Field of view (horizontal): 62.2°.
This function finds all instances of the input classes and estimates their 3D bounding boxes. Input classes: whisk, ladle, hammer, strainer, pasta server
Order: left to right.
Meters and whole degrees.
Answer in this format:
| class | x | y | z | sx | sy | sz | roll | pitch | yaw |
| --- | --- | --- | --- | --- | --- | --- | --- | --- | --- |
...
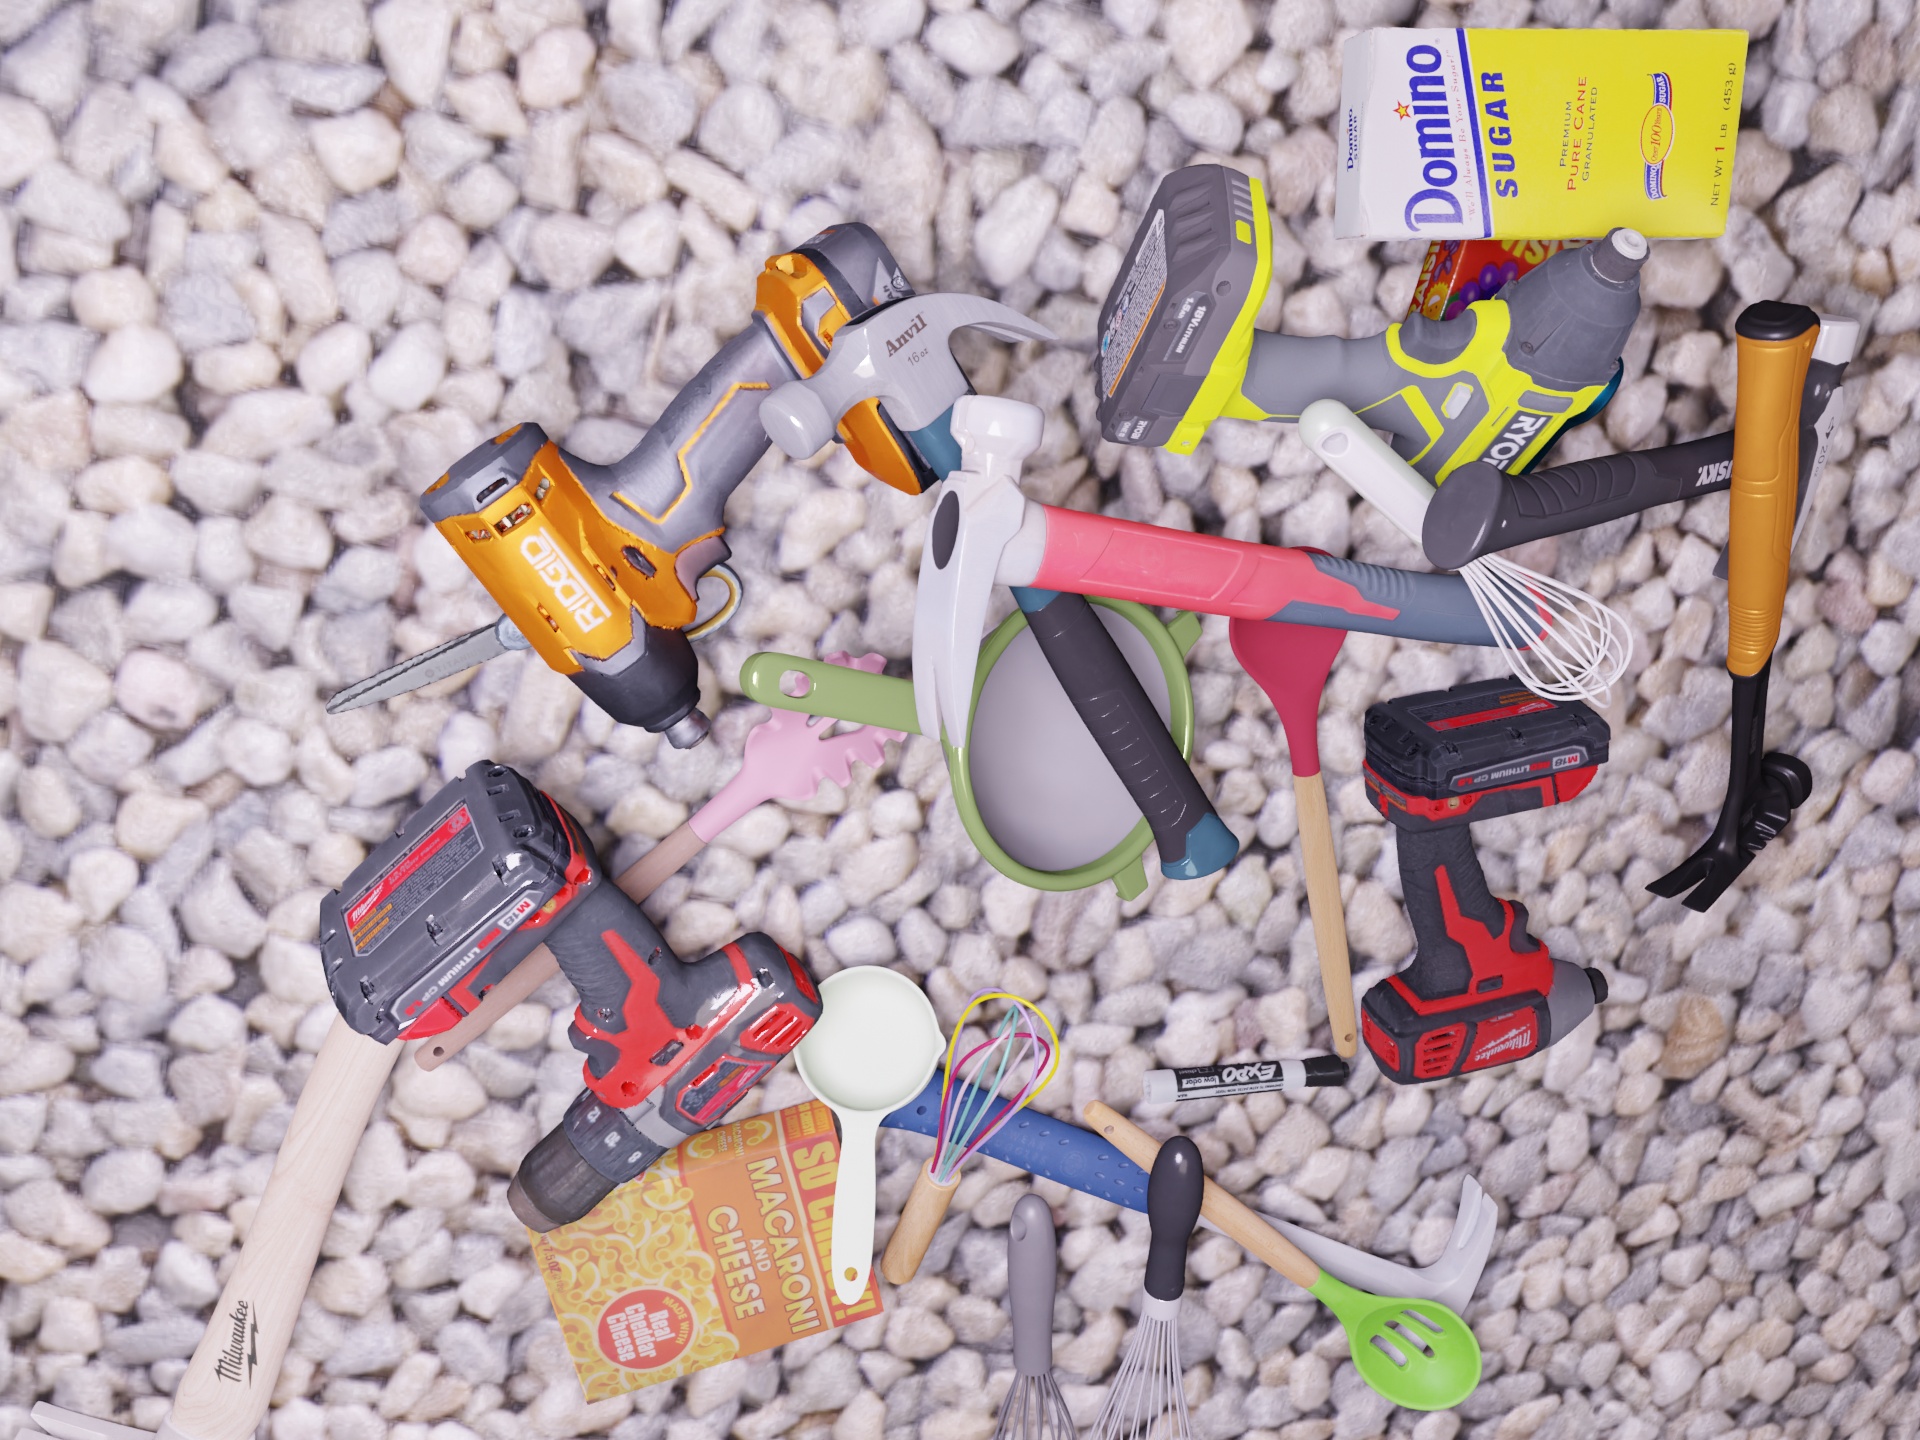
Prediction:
| class | x | y | z | sx | sy | sz | roll | pitch | yaw |
| --- | --- | --- | --- | --- | --- | --- | --- | --- | --- |
| hammer | -0.333 | 0.222 | 0.791 | 0.146 | 0.038 | 0.410 | 23 | 103 | -14 |
| pasta server | -0.153 | 0.075 | 0.797 | 0.316 | 0.040 | 0.060 | -40 | 99 | 2 |
| strainer | -0.001 | -0.002 | 0.766 | 0.256 | 0.069 | 0.151 | 11 | 91 | -35 |
| whisk | -0.001 | 0.227 | 0.832 | 0.047 | 0.051 | 0.244 | 11 | 129 | -12 |
| whisk | 0.043 | 0.370 | 0.915 | 0.055 | 0.055 | 0.238 | -7 | 115 | -11 |
| hammer | 0.044 | -0.047 | 0.727 | 0.128 | 0.033 | 0.330 | -45 | 120 | -20 |
| whisk | 0.112 | 0.350 | 0.900 | 0.070 | 0.070 | 0.284 | -2 | 115 | -12 |
| hammer | 0.138 | 0.277 | 0.926 | 0.405 | 0.035 | 0.144 | 26 | 100 | -19 |
| hammer | 0.148 | -0.049 | 0.755 | 0.386 | 0.038 | 0.143 | 5 | 97 | -35 |
| ladle | 0.196 | 0.052 | 0.875 | 0.069 | 0.031 | 0.315 | -14 | 111 | -4 |
| whisk | 0.246 | -0.078 | 0.767 | 0.246 | 0.059 | 0.058 | 33 | 127 | -28 |
| hammer | 0.335 | -0.113 | 0.775 | 0.334 | 0.035 | 0.146 | -16 | 120 | -37 |
| hammer | 0.404 | -0.053 | 0.818 | 0.127 | 0.034 | 0.336 | -36 | 130 | -25 |

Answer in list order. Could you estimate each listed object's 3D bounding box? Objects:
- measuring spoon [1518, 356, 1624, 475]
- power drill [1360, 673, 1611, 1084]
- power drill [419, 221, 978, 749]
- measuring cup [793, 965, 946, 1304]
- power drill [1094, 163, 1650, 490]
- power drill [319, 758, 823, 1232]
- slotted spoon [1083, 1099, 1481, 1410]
| class | x | y | z | sx | sy | sz | roll | pitch | yaw |
| --- | --- | --- | --- | --- | --- | --- | --- | --- | --- |
| measuring spoon | 0.297 | -0.146 | 0.844 | 0.128 | 0.021 | 0.042 | -49 | 140 | 14 |
| power drill | 0.296 | 0.093 | 0.887 | 0.143 | 0.079 | 0.219 | -11 | 112 | -9 |
| power drill | -0.102 | -0.101 | 0.721 | 0.226 | 0.084 | 0.164 | -37 | 112 | -6 |
| measuring cup | -0.050 | 0.213 | 0.826 | 0.083 | 0.038 | 0.168 | 2 | 77 | 5 |
| power drill | 0.188 | -0.177 | 0.739 | 0.223 | 0.171 | 0.080 | 7 | 60 | -12 |
| power drill | -0.192 | 0.143 | 0.749 | 0.188 | 0.080 | 0.226 | -42 | 132 | 1 |
| slotted spoon | 0.185 | 0.304 | 0.912 | 0.313 | 0.031 | 0.070 | 40 | 103 | -18 |
